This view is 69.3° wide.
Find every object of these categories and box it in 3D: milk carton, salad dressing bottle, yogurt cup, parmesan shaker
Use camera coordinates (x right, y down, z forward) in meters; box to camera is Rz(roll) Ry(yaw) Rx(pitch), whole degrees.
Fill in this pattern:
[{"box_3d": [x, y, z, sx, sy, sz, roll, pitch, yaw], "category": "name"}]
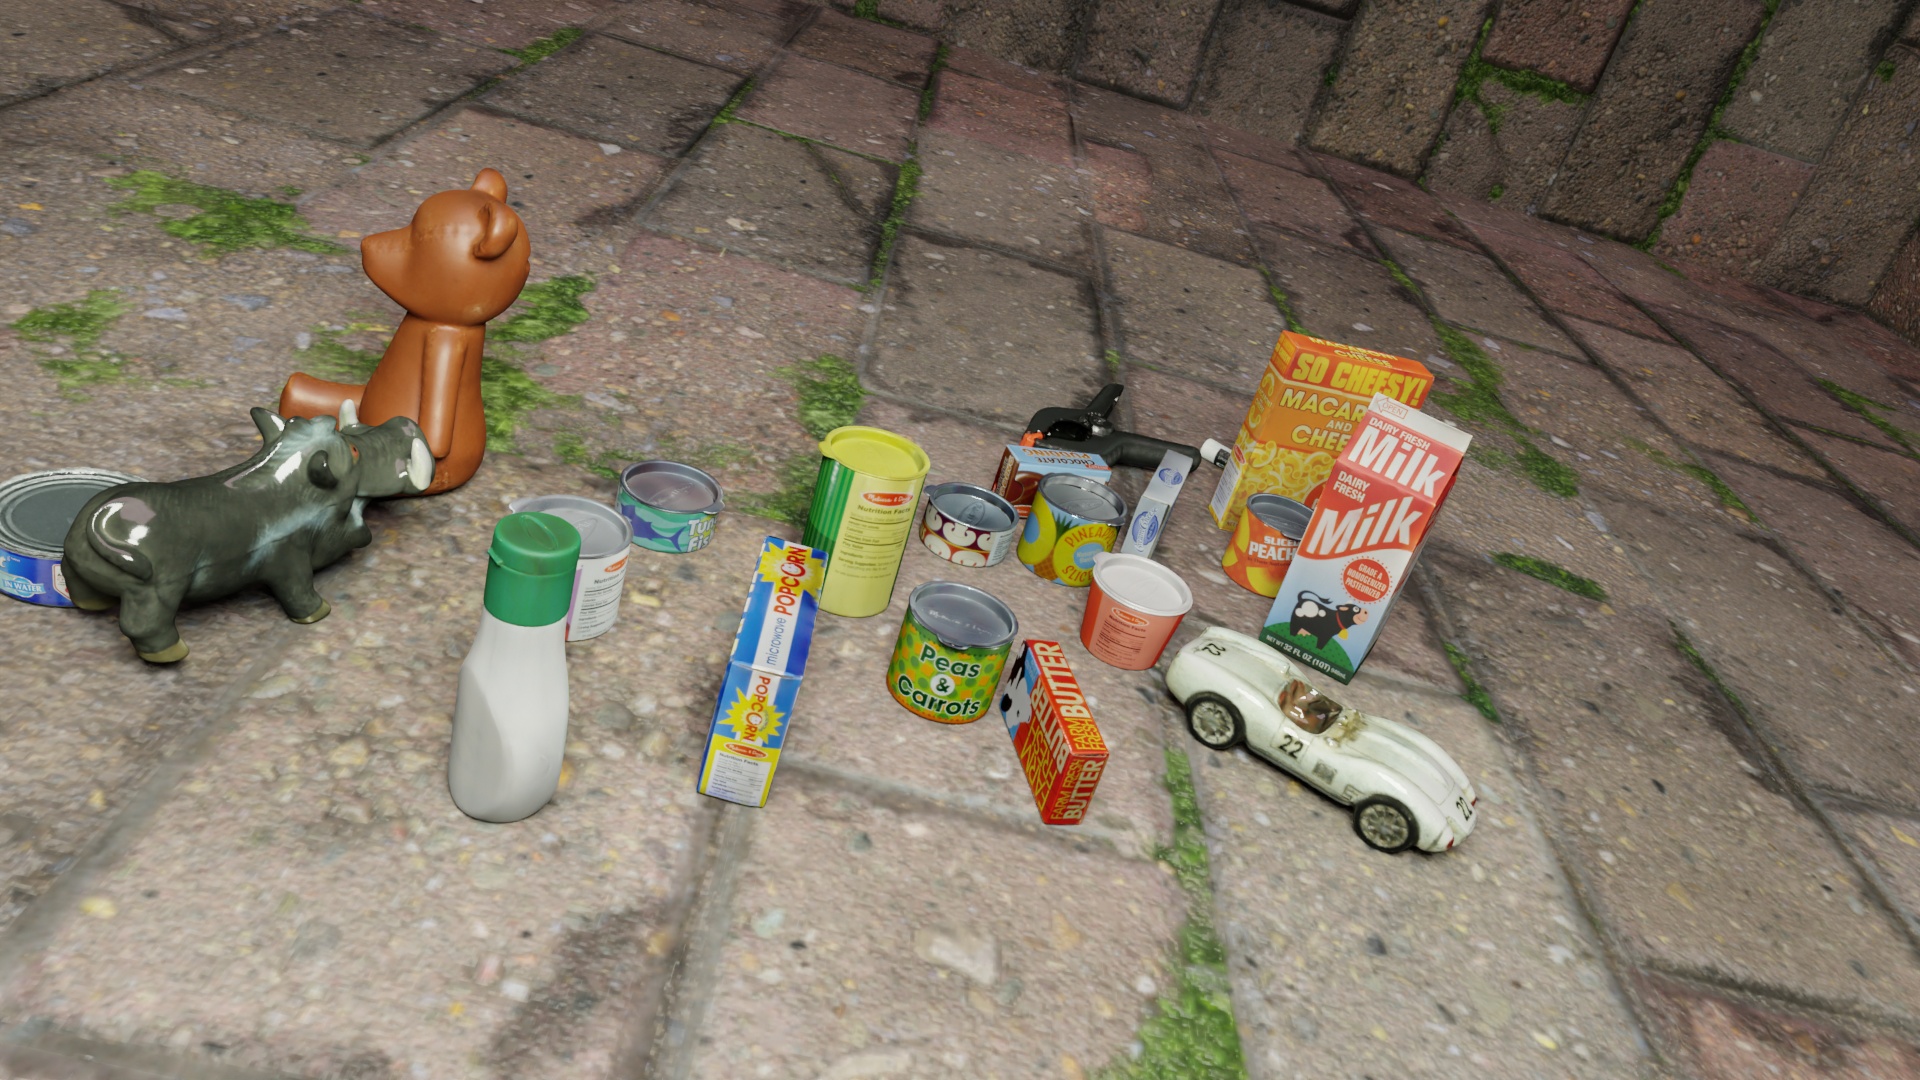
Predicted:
[{"box_3d": [0.282, -0.004, 0.964, 0.072, 0.189, 0.074, 29, 30, 20], "category": "milk carton"}, {"box_3d": [-0.199, 0.058, 0.625, 0.044, 0.147, 0.064, -10, 38, -41], "category": "salad dressing bottle"}, {"box_3d": [0.113, 0.049, 0.918, 0.072, 0.053, 0.073, 14, 28, -7], "category": "yogurt cup"}, {"box_3d": [-0.066, -0.012, 0.872, 0.071, 0.102, 0.071, 14, 28, -7], "category": "parmesan shaker"}]

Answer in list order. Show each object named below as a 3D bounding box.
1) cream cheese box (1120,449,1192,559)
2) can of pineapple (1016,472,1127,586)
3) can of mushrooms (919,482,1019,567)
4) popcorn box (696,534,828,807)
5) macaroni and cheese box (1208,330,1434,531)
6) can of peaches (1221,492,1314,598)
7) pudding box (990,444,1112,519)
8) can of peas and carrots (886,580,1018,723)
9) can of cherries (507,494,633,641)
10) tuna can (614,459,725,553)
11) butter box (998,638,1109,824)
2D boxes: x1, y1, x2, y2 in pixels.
[{"box_3d": [0.153, -0.028, 1.077, 0.024, 0.053, 0.104, 22, 28, 9], "category": "cream cheese box"}, {"box_3d": [0.080, -0.007, 0.994, 0.071, 0.057, 0.071, 14, 28, -7], "category": "can of pineapple"}, {"box_3d": [0.004, -0.012, 0.986, 0.071, 0.033, 0.071, 14, 28, -7], "category": "can of mushrooms"}, {"box_3d": [-0.103, 0.066, 0.732, 0.038, 0.084, 0.127, 14, 28, -7], "category": "popcorn box"}, {"box_3d": [0.289, -0.078, 1.124, 0.124, 0.165, 0.040, 10, 29, -14], "category": "macaroni and cheese box"}, {"box_3d": [0.240, 0.005, 1.063, 0.071, 0.057, 0.071, 14, 28, -7], "category": "can of peaches"}, {"box_3d": [0.069, -0.042, 1.060, 0.084, 0.049, 0.030, 4, 31, -24], "category": "pudding box"}, {"box_3d": [-0.006, 0.067, 0.814, 0.071, 0.058, 0.071, 14, 28, -7], "category": "can of peas and carrots"}, {"box_3d": [-0.225, 0.014, 0.783, 0.071, 0.058, 0.072, 14, 28, -7], "category": "can of cherries"}, {"box_3d": [-0.186, -0.021, 0.895, 0.071, 0.032, 0.071, 14, 28, -7], "category": "tuna can"}, {"box_3d": [0.051, 0.106, 0.781, 0.024, 0.053, 0.104, 7, 30, -19], "category": "butter box"}]
